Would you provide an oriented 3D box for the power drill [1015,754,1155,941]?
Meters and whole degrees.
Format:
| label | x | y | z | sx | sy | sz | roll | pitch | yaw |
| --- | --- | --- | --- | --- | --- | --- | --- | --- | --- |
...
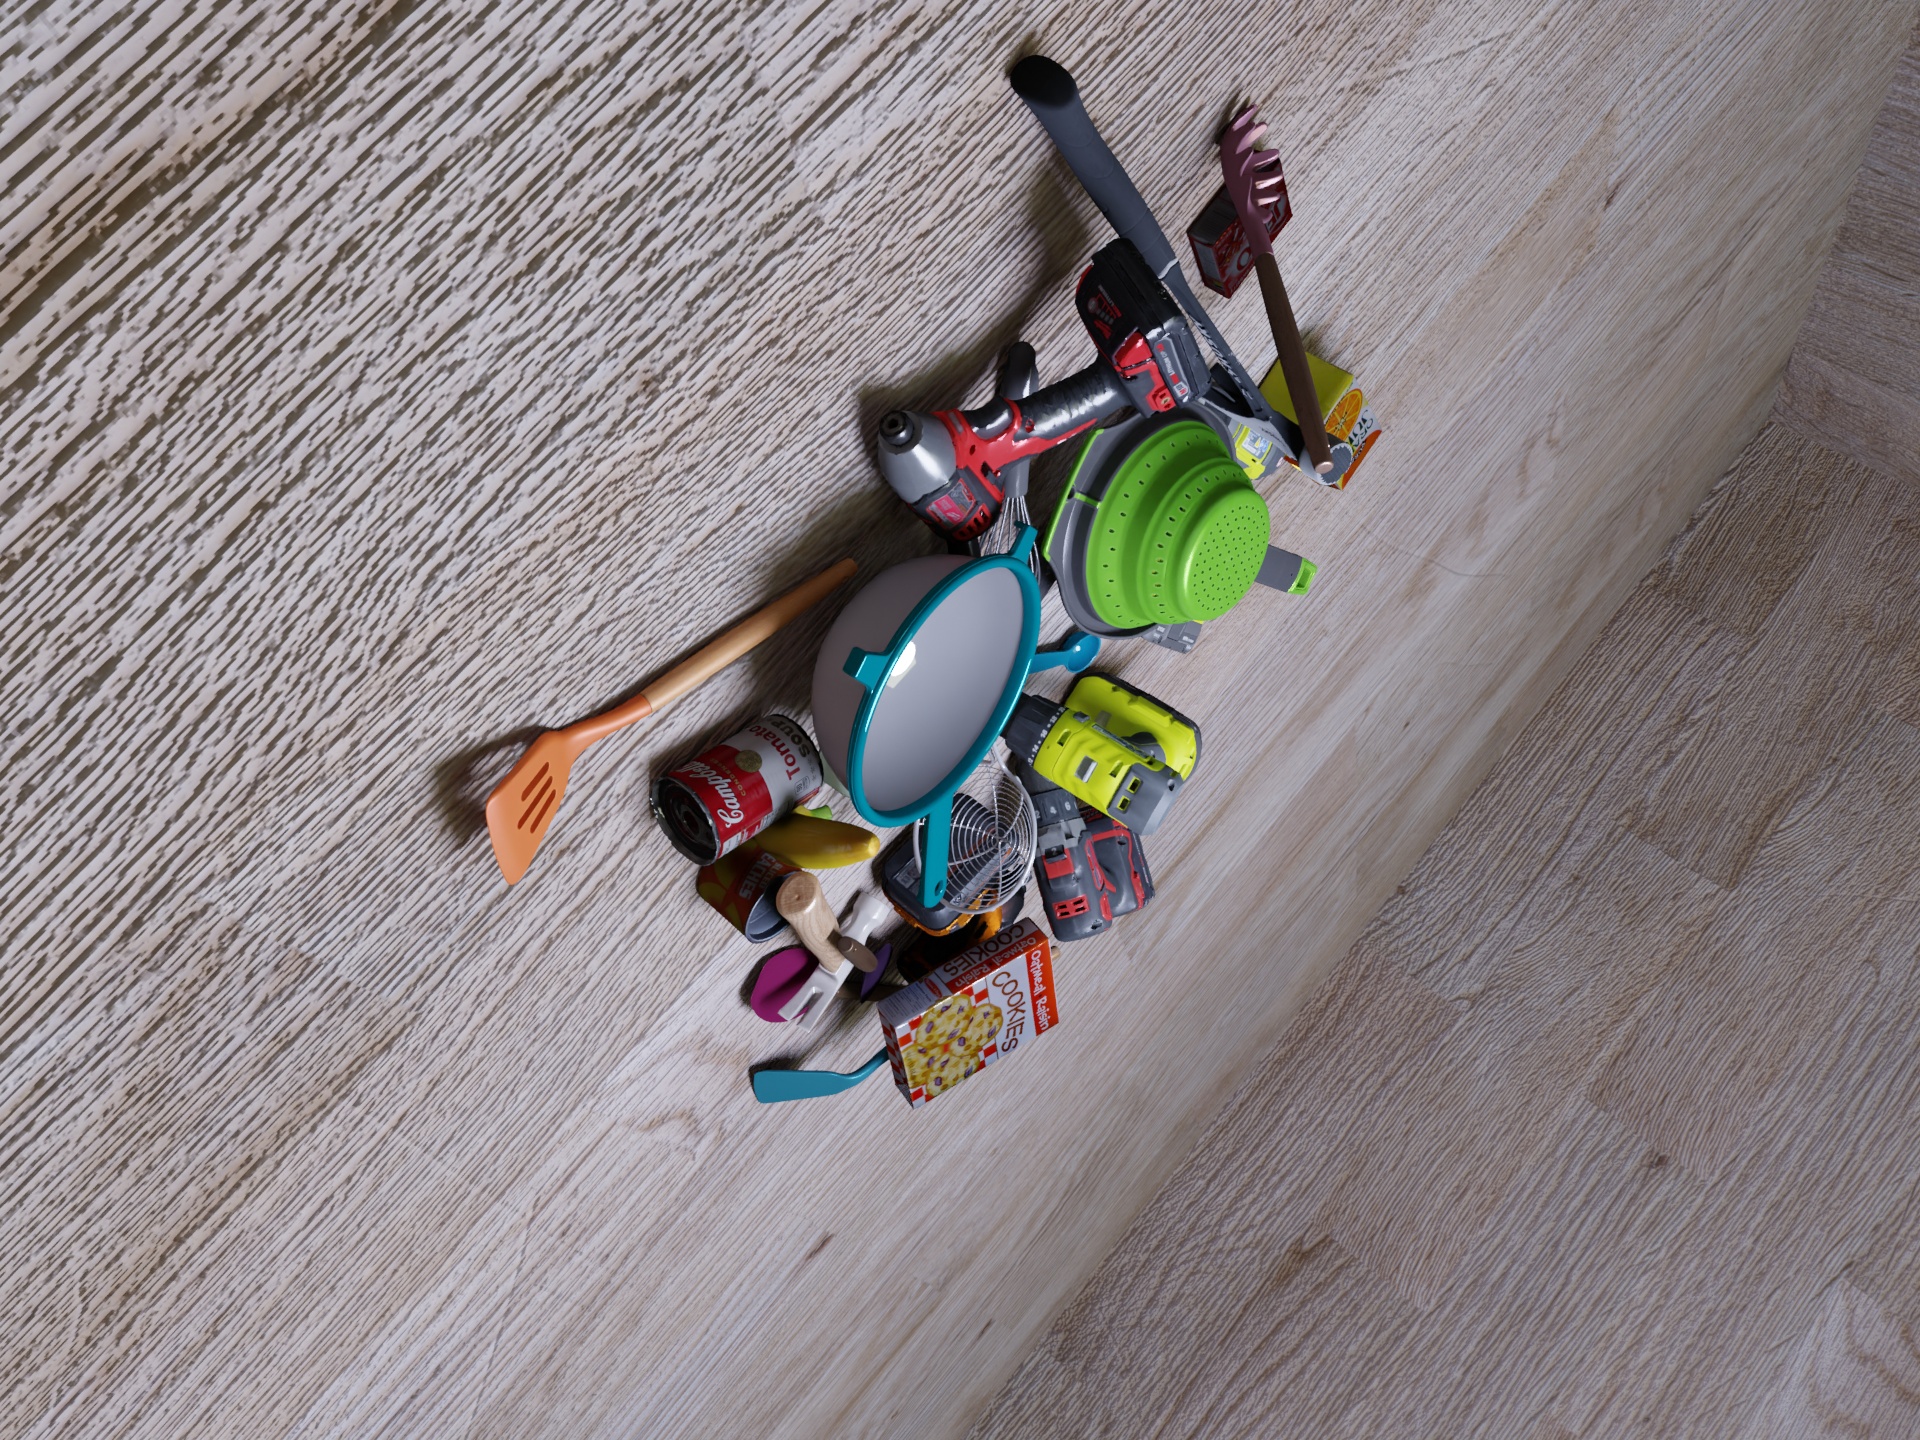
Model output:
| label | x | y | z | sx | sy | sz | roll | pitch | yaw |
| --- | --- | --- | --- | --- | --- | --- | --- | --- | --- |
| power drill | 0.114 | 0.116 | 1.549 | 0.080 | 0.188 | 0.226 | -18 | 171 | 15 |

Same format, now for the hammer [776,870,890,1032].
| label | x | y | z | sx | sy | sz | roll | pitch | yaw |
| --- | --- | --- | --- | --- | --- | --- | --- | --- | --- |
| hammer | -0.110 | 0.169 | 1.245 | 0.130 | 0.031 | 0.331 | -59 | 170 | -14 |

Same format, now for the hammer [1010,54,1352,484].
| label | x | y | z | sx | sy | sz | roll | pitch | yaw |
| --- | --- | --- | --- | --- | --- | --- | --- | --- | --- |
| hammer | 0.147 | -0.306 | 1.103 | 0.036 | 0.149 | 0.408 | -48 | 139 | 4 |

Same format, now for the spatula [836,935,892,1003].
| label | x | y | z | sx | sy | sz | roll | pitch | yaw |
| --- | --- | --- | --- | --- | --- | --- | --- | --- | --- |
| spatula | -0.081 | 0.206 | 1.348 | 0.060 | 0.018 | 0.315 | -64 | 172 | -11 |

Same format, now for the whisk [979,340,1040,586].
| label | x | y | z | sx | sy | sz | roll | pitch | yaw |
| --- | --- | --- | --- | --- | --- | --- | --- | --- | --- |
| whisk | 0.038 | -0.172 | 1.184 | 0.055 | 0.055 | 0.238 | -34 | 143 | -35 |

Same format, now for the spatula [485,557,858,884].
| label | x | y | z | sx | sy | sz | roll | pitch | yaw |
| --- | --- | --- | --- | --- | --- | --- | --- | --- | --- |
| spatula | -0.177 | -0.018 | 1.017 | 0.322 | 0.041 | 0.081 | -38 | 149 | -31 |

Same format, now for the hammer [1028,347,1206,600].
| label | x | y | z | sx | sy | sz | roll | pitch | yaw |
| --- | --- | --- | --- | --- | --- | --- | --- | --- | --- |
| hammer | 0.096 | -0.166 | 1.298 | 0.331 | 0.033 | 0.128 | -55 | 153 | 2 |

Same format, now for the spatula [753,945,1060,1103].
| label | x | y | z | sx | sy | sz | roll | pitch | yaw |
| --- | --- | --- | --- | --- | --- | --- | --- | --- | --- |
| spatula | -0.044 | 0.284 | 1.496 | 0.317 | 0.044 | 0.082 | -27 | 152 | -19 |

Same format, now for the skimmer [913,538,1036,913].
| label | x | y | z | sx | sy | sz | roll | pitch | yaw |
| --- | --- | --- | --- | --- | --- | --- | --- | --- | --- |
| skimmer | -0.002 | -0.004 | 1.253 | 0.090 | 0.127 | 0.362 | -37 | 137 | -31 |

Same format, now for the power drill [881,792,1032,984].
| label | x | y | z | sx | sy | sz | roll | pitch | yaw |
| --- | --- | --- | --- | --- | --- | --- | --- | --- | --- |
| power drill | 0.006 | 0.161 | 1.487 | 0.164 | 0.084 | 0.226 | -44 | 156 | -20 |

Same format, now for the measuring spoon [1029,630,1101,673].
| label | x | y | z | sx | sy | sz | roll | pitch | yaw |
| --- | --- | --- | --- | --- | --- | --- | --- | --- | --- |
| measuring spoon | 0.074 | -0.059 | 1.414 | 0.128 | 0.021 | 0.042 | -12 | 133 | -41 |

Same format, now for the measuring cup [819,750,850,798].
| label | x | y | z | sx | sy | sz | roll | pitch | yaw |
| --- | --- | --- | --- | --- | --- | --- | --- | --- | --- |
| measuring cup | -0.064 | -0.007 | 1.215 | 0.083 | 0.038 | 0.167 | -29 | 145 | -40 |

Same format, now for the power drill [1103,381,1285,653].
| label | x | y | z | sx | sy | sz | roll | pitch | yaw |
| --- | --- | --- | --- | --- | --- | --- | --- | --- | --- |
| power drill | 0.212 | -0.178 | 1.428 | 0.171 | 0.080 | 0.223 | 11 | 109 | -60 |

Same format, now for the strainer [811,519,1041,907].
| label | x | y | z | sx | sy | sz | roll | pitch | yaw |
| --- | --- | --- | --- | --- | --- | --- | --- | --- | --- |
| strainer | -0.043 | 0.008 | 1.168 | 0.211 | 0.095 | 0.340 | -41 | 150 | -35 |

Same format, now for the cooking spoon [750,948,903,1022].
| label | x | y | z | sx | sy | sz | roll | pitch | yaw |
| --- | --- | --- | --- | --- | --- | --- | --- | --- | --- |
| cooking spoon | -0.107 | 0.249 | 1.469 | 0.318 | 0.017 | 0.069 | 26 | 85 | -63 |

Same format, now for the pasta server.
| label | x | y | z | sx | sy | sz | roll | pitch | yaw |
| --- | --- | --- | --- | --- | --- | --- | --- | --- | --- |
| pasta server | 0.227 | -0.307 | 1.120 | 0.040 | 0.316 | 0.060 | -21 | 150 | 23 |

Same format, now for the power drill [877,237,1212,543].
| label | x | y | z | sx | sy | sz | roll | pitch | yaw |
| --- | --- | --- | --- | --- | --- | --- | --- | --- | --- |
| power drill | 0.047 | -0.212 | 1.058 | 0.219 | 0.079 | 0.143 | -33 | 155 | 9 |

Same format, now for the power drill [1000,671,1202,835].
| label | x | y | z | sx | sy | sz | roll | pitch | yaw |
| --- | --- | --- | --- | --- | --- | --- | --- | --- | --- |
| power drill | 0.119 | 0.016 | 1.416 | 0.080 | 0.190 | 0.228 | -62 | 167 | 15 |

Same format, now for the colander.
| label | x | y | z | sx | sy | sz | roll | pitch | yaw |
| --- | --- | --- | --- | --- | --- | --- | --- | --- | --- |
| colander | 0.228 | -0.137 | 1.323 | 0.396 | 0.095 | 0.204 | 9 | 108 | -51 |
